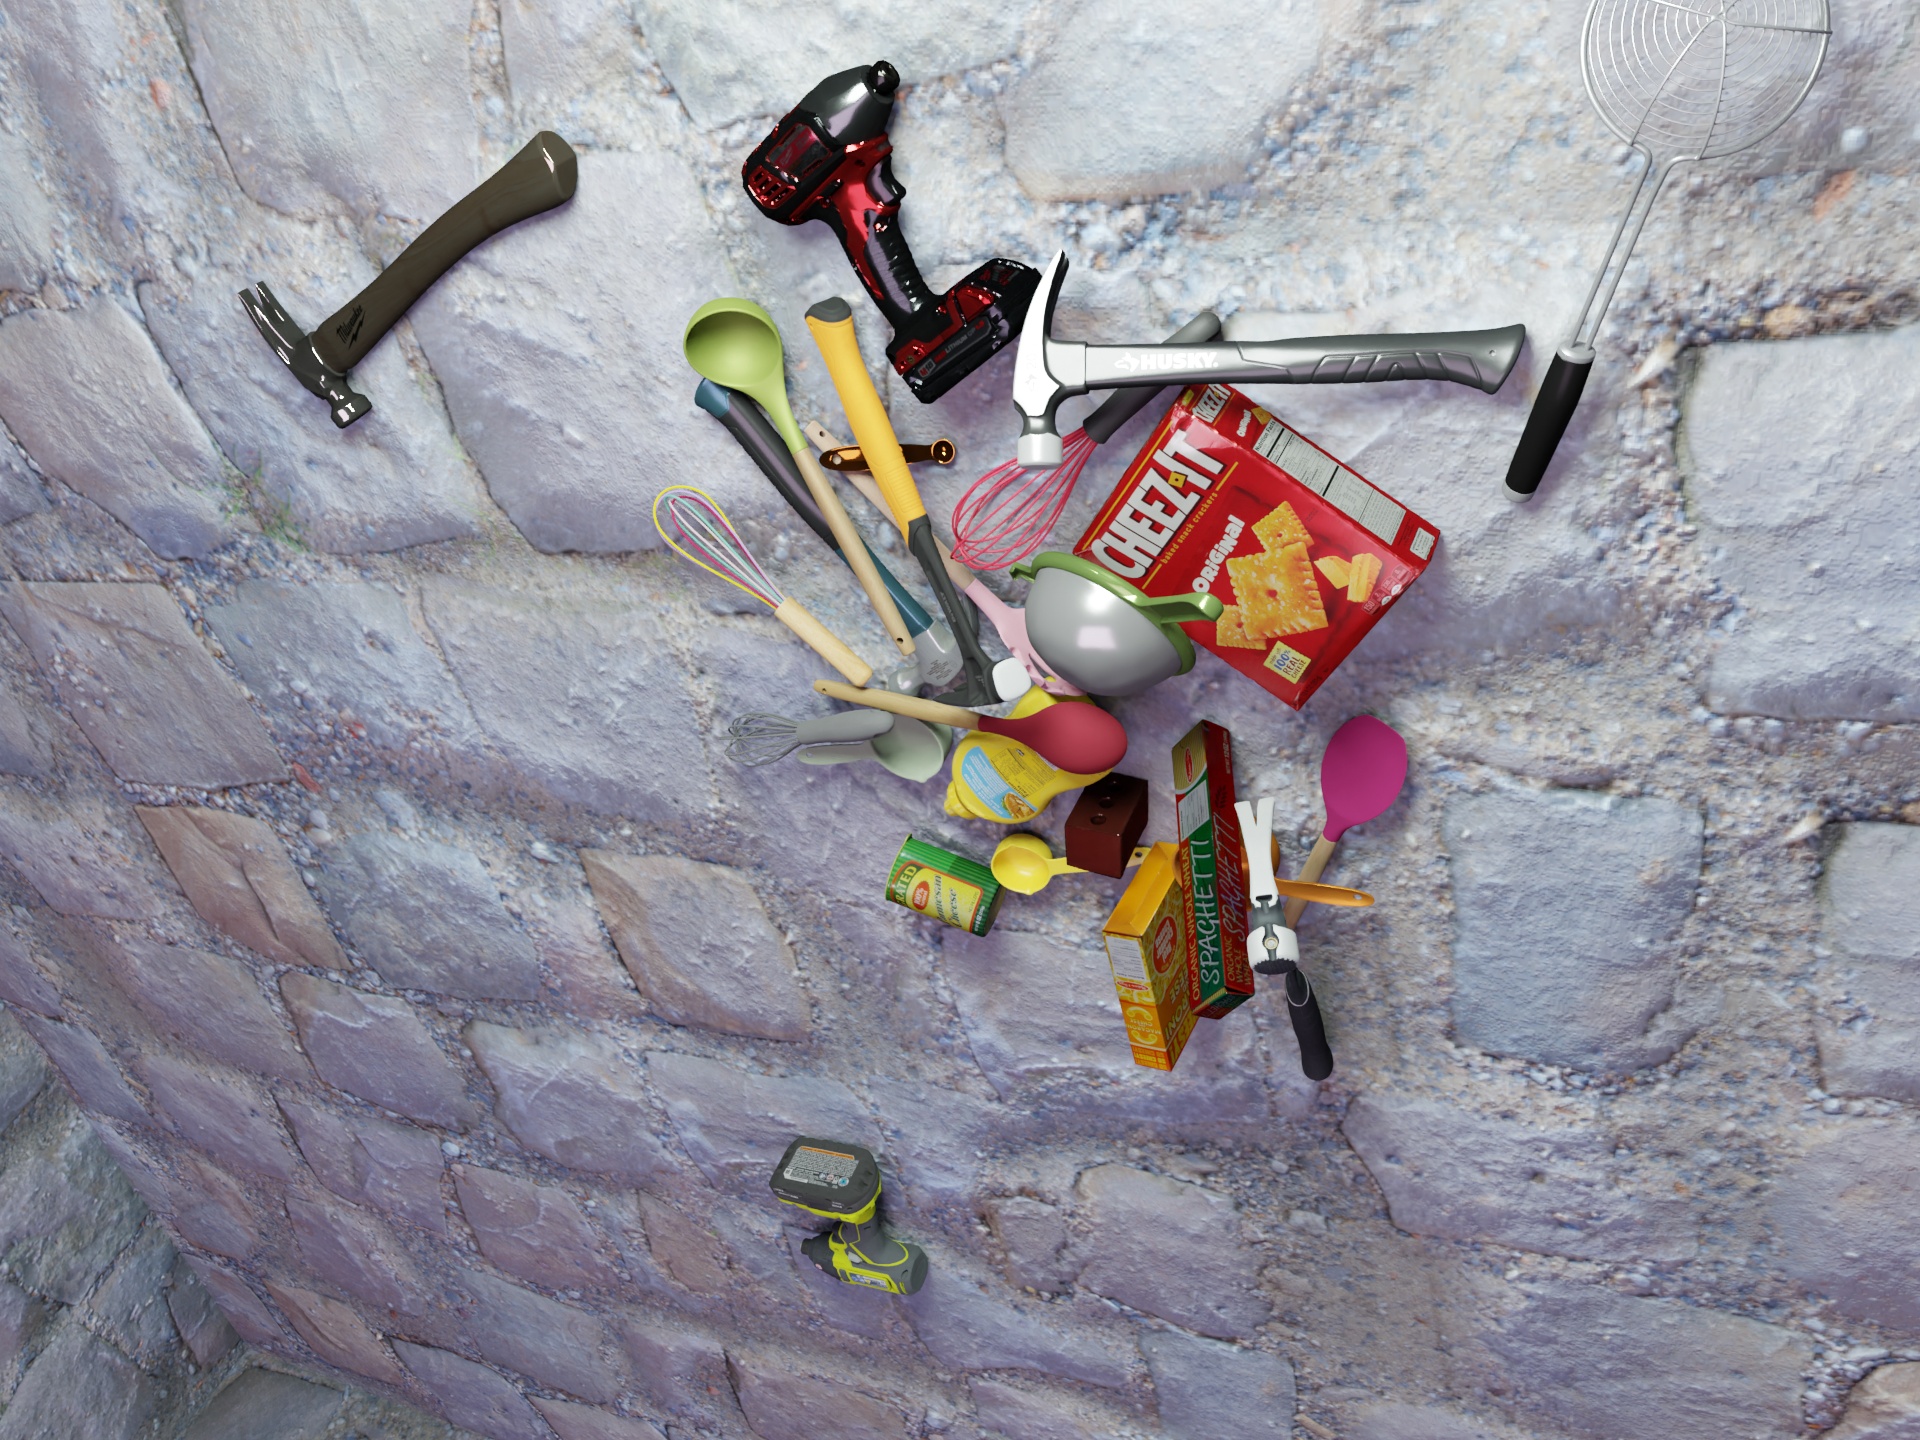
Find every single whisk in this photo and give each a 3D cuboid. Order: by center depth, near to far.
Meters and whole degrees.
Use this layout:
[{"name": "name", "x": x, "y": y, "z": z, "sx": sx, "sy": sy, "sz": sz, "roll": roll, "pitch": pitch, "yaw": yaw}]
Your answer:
[{"name": "whisk", "x": 0.087, "y": -0.204, "z": 1.190, "sx": 0.073, "sy": 0.073, "sz": 0.295, "roll": 43, "pitch": 128, "yaw": -9}, {"name": "whisk", "x": -0.171, "y": -0.119, "z": 1.396, "sx": 0.245, "sy": 0.047, "sz": 0.051, "roll": 42, "pitch": 144, "yaw": -3}, {"name": "whisk", "x": -0.144, "y": 0.010, "z": 1.465, "sx": 0.239, "sy": 0.055, "sz": 0.055, "roll": -7, "pitch": 123, "yaw": 46}]

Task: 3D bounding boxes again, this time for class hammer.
[{"name": "hammer", "x": 0.202, "y": -0.246, "z": 1.066, "sx": 0.335, "sy": 0.035, "sz": 0.146, "roll": 1, "pitch": 91, "yaw": 13}, {"name": "hammer", "x": -0.044, "y": -0.167, "z": 1.246, "sx": 0.127, "sy": 0.034, "sz": 0.337, "roll": -6, "pitch": 109, "yaw": 66}, {"name": "hammer", "x": 0.278, "y": 0.212, "z": 1.335, "sx": 0.036, "sy": 0.149, "sz": 0.408, "roll": -10, "pitch": 146, "yaw": 13}, {"name": "hammer", "x": -0.107, "y": -0.161, "z": 1.345, "sx": 0.128, "sy": 0.033, "sz": 0.330, "roll": -27, "pitch": 110, "yaw": 41}, {"name": "hammer", "x": -0.467, "y": -0.391, "z": 1.349, "sx": 0.410, "sy": 0.038, "sz": 0.146, "roll": -21, "pitch": 113, "yaw": 38}]

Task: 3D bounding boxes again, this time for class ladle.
[{"name": "ladle", "x": -0.120, "y": -0.189, "z": 1.273, "sx": 0.078, "sy": 0.062, "sz": 0.320, "roll": -24, "pitch": 101, "yaw": 25}, {"name": "ladle", "x": -0.002, "y": -0.004, "z": 1.363, "sx": 0.315, "sy": 0.031, "sz": 0.069, "roll": 12, "pitch": 124, "yaw": 33}]

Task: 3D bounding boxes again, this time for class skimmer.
[{"name": "skimmer", "x": 0.401, "y": -0.291, "z": 0.970, "sx": 0.127, "sy": 0.090, "sz": 0.363, "roll": 16, "pitch": 142, "yaw": 10}]

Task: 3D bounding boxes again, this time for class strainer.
[{"name": "strainer", "x": 0.119, "y": -0.060, "z": 1.190, "sx": 0.151, "sy": 0.069, "sz": 0.256, "roll": 38, "pitch": 170, "yaw": -14}]

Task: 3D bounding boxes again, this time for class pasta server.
[{"name": "pasta server", "x": -0.009, "y": -0.134, "z": 1.312, "sx": 0.316, "sy": 0.060, "sz": 0.040, "roll": 44, "pitch": 155, "yaw": -6}]

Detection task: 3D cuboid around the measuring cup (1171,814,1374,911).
[{"name": "measuring cup", "x": 0.271, "y": 0.124, "z": 1.360, "sx": 0.174, "sy": 0.052, "sz": 0.095, "roll": 9, "pitch": 131, "yaw": 22}]

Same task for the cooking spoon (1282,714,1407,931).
[{"name": "cooking spoon", "x": 0.307, "y": 0.115, "z": 1.357, "sx": 0.069, "sy": 0.017, "sz": 0.318, "roll": 38, "pitch": 138, "yaw": 23}]

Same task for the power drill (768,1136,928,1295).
[{"name": "power drill", "x": -0.148, "y": 0.623, "z": 1.980, "sx": 0.171, "sy": 0.080, "sz": 0.223, "roll": 3, "pitch": 130, "yaw": 26}]

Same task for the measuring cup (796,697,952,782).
[{"name": "measuring cup", "x": -0.081, "y": 0.018, "z": 1.475, "sx": 0.167, "sy": 0.038, "sz": 0.083, "roll": -7, "pitch": 122, "yaw": 34}]

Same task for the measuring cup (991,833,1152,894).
[{"name": "measuring cup", "x": 0.105, "y": 0.125, "z": 1.478, "sx": 0.156, "sy": 0.029, "sz": 0.062, "roll": -8, "pitch": 122, "yaw": 19}]

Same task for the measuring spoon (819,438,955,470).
[{"name": "measuring spoon", "x": -0.059, "y": -0.214, "z": 1.280, "sx": 0.117, "sy": 0.011, "sz": 0.021, "roll": -1, "pitch": 106, "yaw": 18}]

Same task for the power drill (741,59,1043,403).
[{"name": "power drill", "x": -0.043, "y": -0.350, "z": 1.130, "sx": 0.143, "sy": 0.079, "sz": 0.219, "roll": -30, "pitch": 105, "yaw": 41}]
